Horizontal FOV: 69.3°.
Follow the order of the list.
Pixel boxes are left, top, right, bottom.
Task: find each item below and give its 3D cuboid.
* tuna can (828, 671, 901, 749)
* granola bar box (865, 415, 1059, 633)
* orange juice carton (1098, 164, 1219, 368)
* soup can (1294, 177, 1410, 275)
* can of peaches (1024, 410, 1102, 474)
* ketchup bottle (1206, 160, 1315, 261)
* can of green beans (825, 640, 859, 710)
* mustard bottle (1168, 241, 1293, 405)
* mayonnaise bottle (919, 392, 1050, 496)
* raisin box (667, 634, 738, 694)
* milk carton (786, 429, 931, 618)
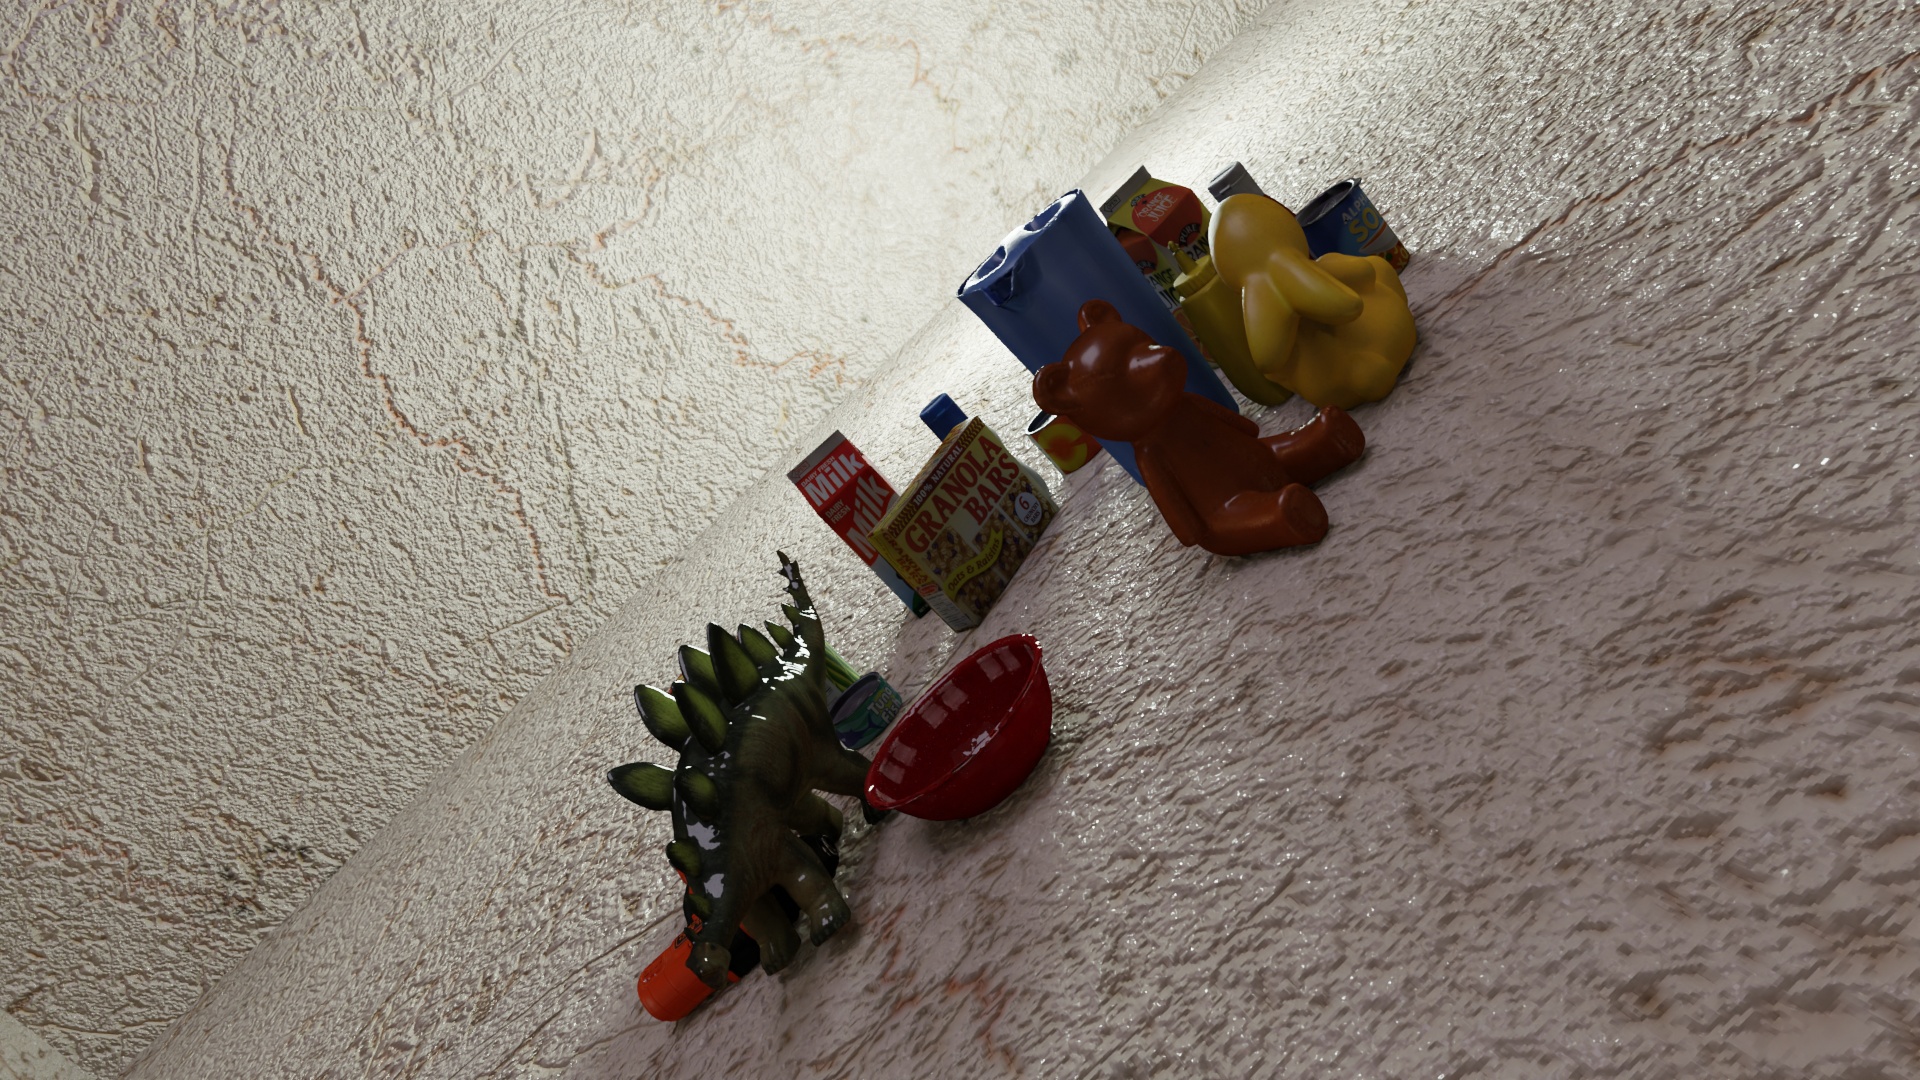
[{"bbox_3d":[-0.084,0.149,1.221,0.071,0.033,0.071,-39,15,13],"label":"tuna can"},{"bbox_3d":[0.005,-0.016,1.278,0.039,0.124,0.166,-25,23,50],"label":"granola bar box"},{"bbox_3d":[0.209,-0.256,1.295,0.072,0.192,0.073,-48,15,-20],"label":"orange juice carton"},{"bbox_3d":[0.336,-0.257,1.188,0.071,0.083,0.071,-39,15,13],"label":"soup can"},{"bbox_3d":[0.110,-0.110,1.402,0.071,0.058,0.071,-39,15,13],"label":"can of peaches"},{"bbox_3d":[0.279,-0.270,1.241,0.064,0.148,0.044,-32,18,36],"label":"ketchup bottle"},{"bbox_3d":[-0.141,0.135,1.355,0.071,0.057,0.071,-39,15,13],"label":"can of green beans"},{"bbox_3d":[0.219,-0.183,1.128,0.065,0.160,0.048,-48,15,-20],"label":"mustard bottle"},{"bbox_3d":[0.021,-0.081,1.372,0.065,0.148,0.041,-43,14,0],"label":"mayonnaise bottle"},{"bbox_3d":[-0.205,0.161,1.320,0.086,0.123,0.040,-35,16,28],"label":"raisin box"},{"bbox_3d":[-0.083,-0.019,1.380,0.072,0.190,0.073,-42,14,2],"label":"milk carton"}]
